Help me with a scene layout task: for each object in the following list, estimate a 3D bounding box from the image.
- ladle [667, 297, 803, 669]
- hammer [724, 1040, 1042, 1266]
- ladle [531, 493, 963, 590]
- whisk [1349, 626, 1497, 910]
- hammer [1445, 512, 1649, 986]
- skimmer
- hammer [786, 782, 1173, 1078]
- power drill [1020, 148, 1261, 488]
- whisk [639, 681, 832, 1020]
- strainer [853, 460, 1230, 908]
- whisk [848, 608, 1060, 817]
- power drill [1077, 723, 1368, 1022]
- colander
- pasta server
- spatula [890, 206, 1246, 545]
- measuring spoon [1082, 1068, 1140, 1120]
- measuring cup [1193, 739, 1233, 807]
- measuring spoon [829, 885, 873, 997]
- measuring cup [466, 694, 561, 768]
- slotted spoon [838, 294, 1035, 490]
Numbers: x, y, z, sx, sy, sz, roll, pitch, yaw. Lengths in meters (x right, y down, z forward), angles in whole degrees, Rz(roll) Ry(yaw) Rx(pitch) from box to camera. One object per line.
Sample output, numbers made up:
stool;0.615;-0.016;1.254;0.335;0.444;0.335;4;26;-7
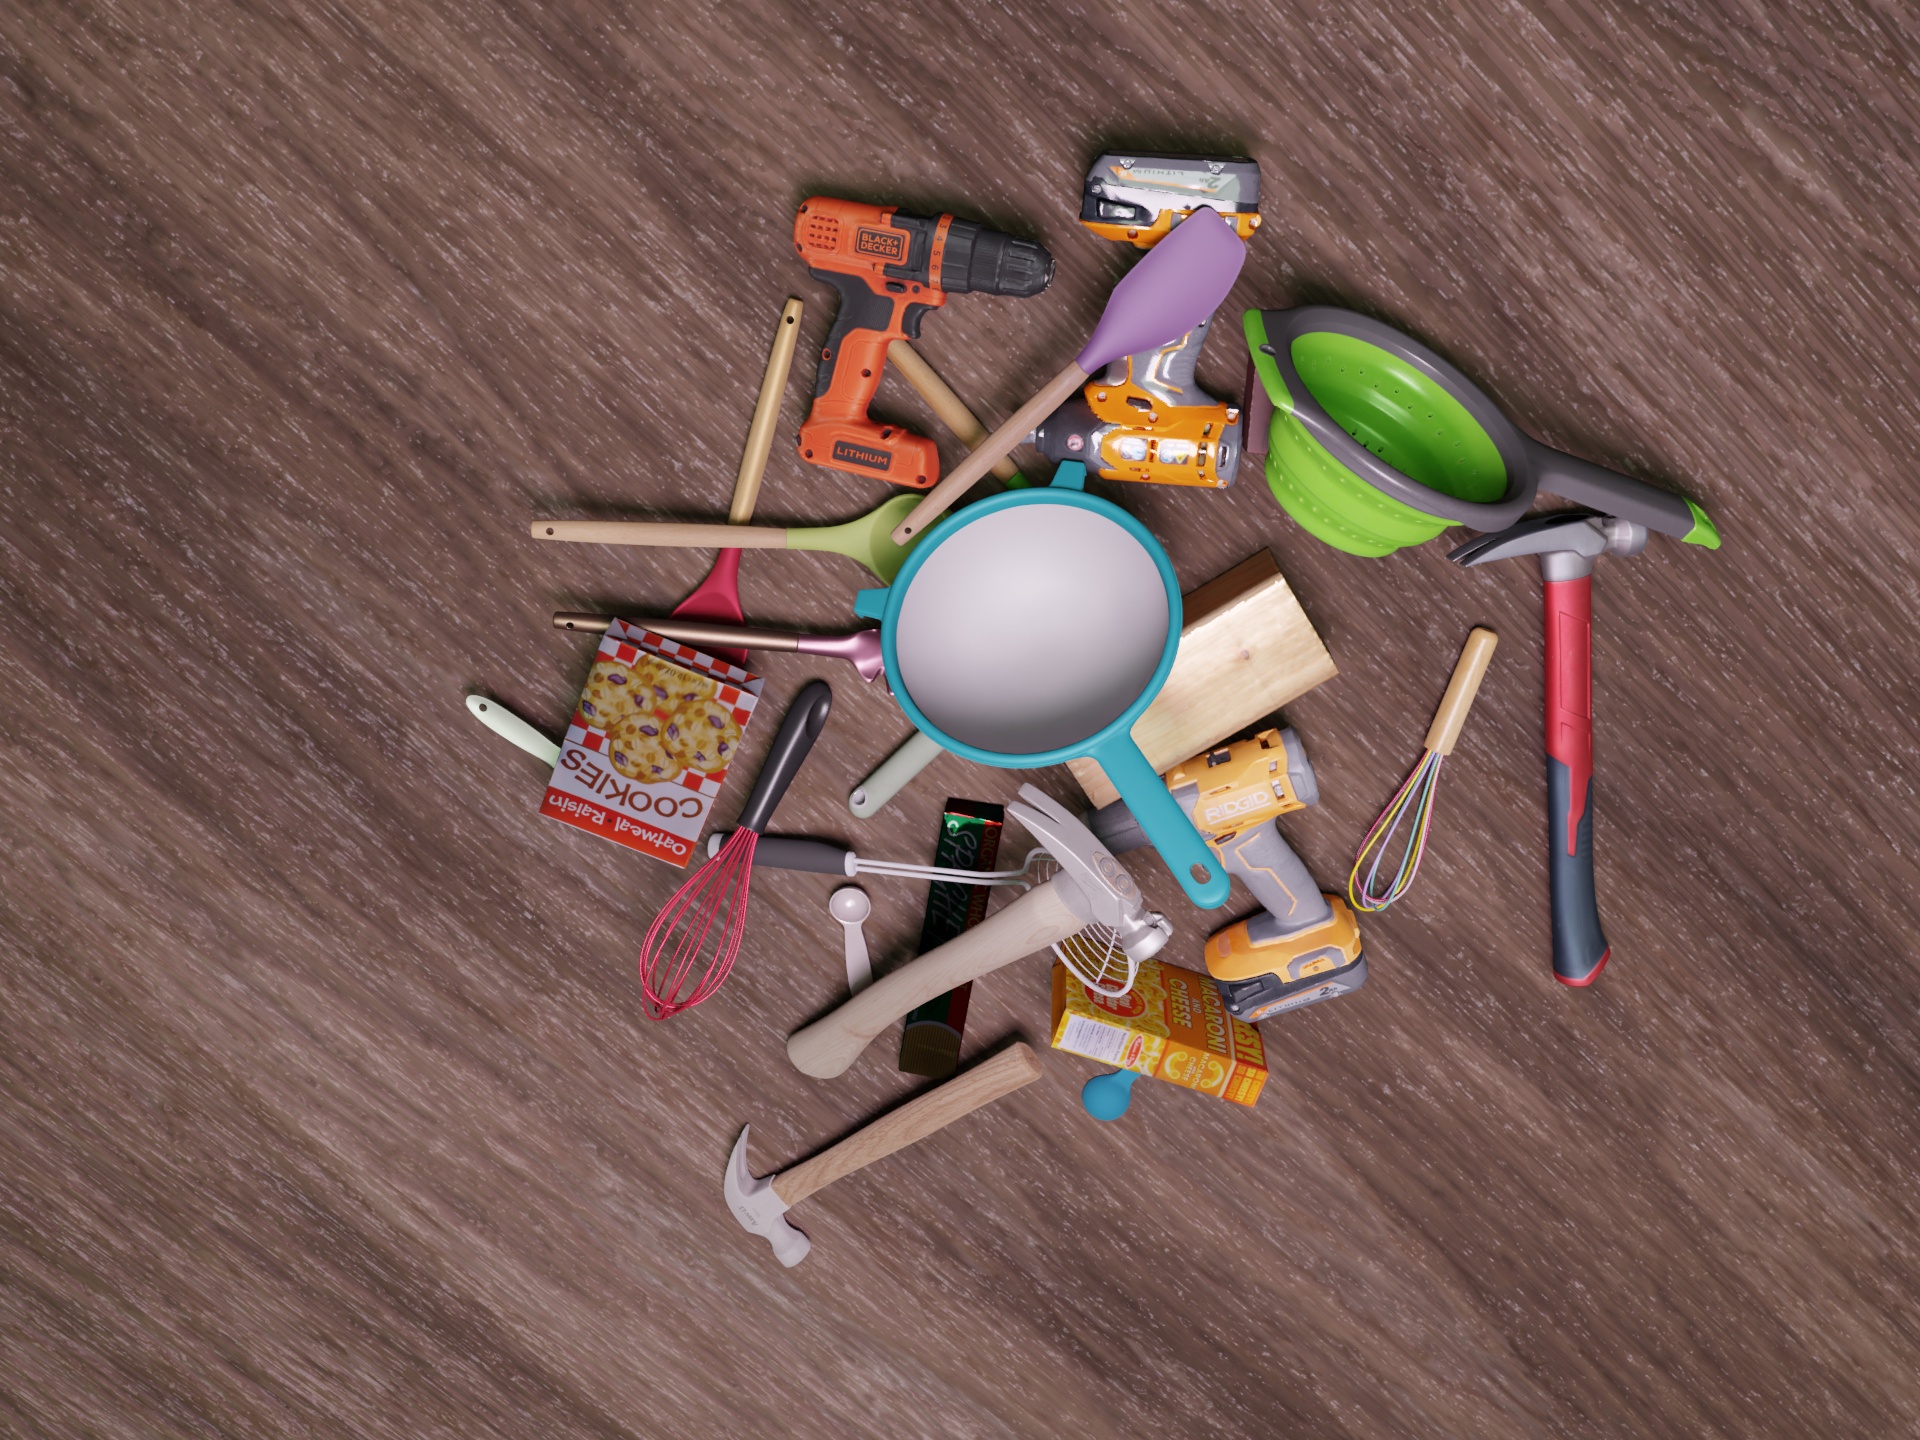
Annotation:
ladle;-0.166;-0.165;1.207;0.069;0.031;0.315;16;108;-8
hammer;-0.071;0.357;1.364;0.331;0.031;0.130;-33;103;23
ladle;-0.156;-0.134;1.177;0.320;0.062;0.078;1;105;-6
whisk;0.360;0.043;1.239;0.047;0.051;0.245;19;107;3
hammer;0.453;0.034;1.220;0.143;0.038;0.386;-12;111;-7
skimmer;-0.036;0.139;1.242;0.363;0.090;0.127;6;132;14
hammer;-0.023;0.187;1.227;0.146;0.038;0.410;47;133;-7
power drill;0.124;-0.279;1.119;0.164;0.084;0.226;5;114;4
whisk;-0.175;0.102;1.251;0.073;0.073;0.296;27;88;-6
strainer;0.087;-0.004;1.104;0.211;0.095;0.341;-33;66;-1
whisk;-0.002;-0.004;1.246;0.246;0.059;0.058;-43;58;20
power drill;0.207;0.126;1.242;0.185;0.084;0.226;-20;116;11
colander;0.345;-0.158;1.089;0.396;0.205;0.094;14;134;-21
pasta server;-0.151;-0.058;1.210;0.316;0.040;0.060;5;118;-4
spatula;0.067;-0.225;1.098;0.316;0.018;0.059;-40;108;21
measuring spoon;0.152;0.297;1.353;0.042;0.021;0.128;37;109;-10
measuring cup;0.223;0.076;1.274;0.062;0.029;0.156;-28;118;15
measuring spoon;-0.087;0.190;1.339;0.034;0.018;0.124;-3;116;5
measuring cup;-0.319;0.023;1.279;0.167;0.038;0.083;34;109;-6
slotted spoon;0.019;-0.199;1.182;0.070;0.031;0.313;-39;102;18
